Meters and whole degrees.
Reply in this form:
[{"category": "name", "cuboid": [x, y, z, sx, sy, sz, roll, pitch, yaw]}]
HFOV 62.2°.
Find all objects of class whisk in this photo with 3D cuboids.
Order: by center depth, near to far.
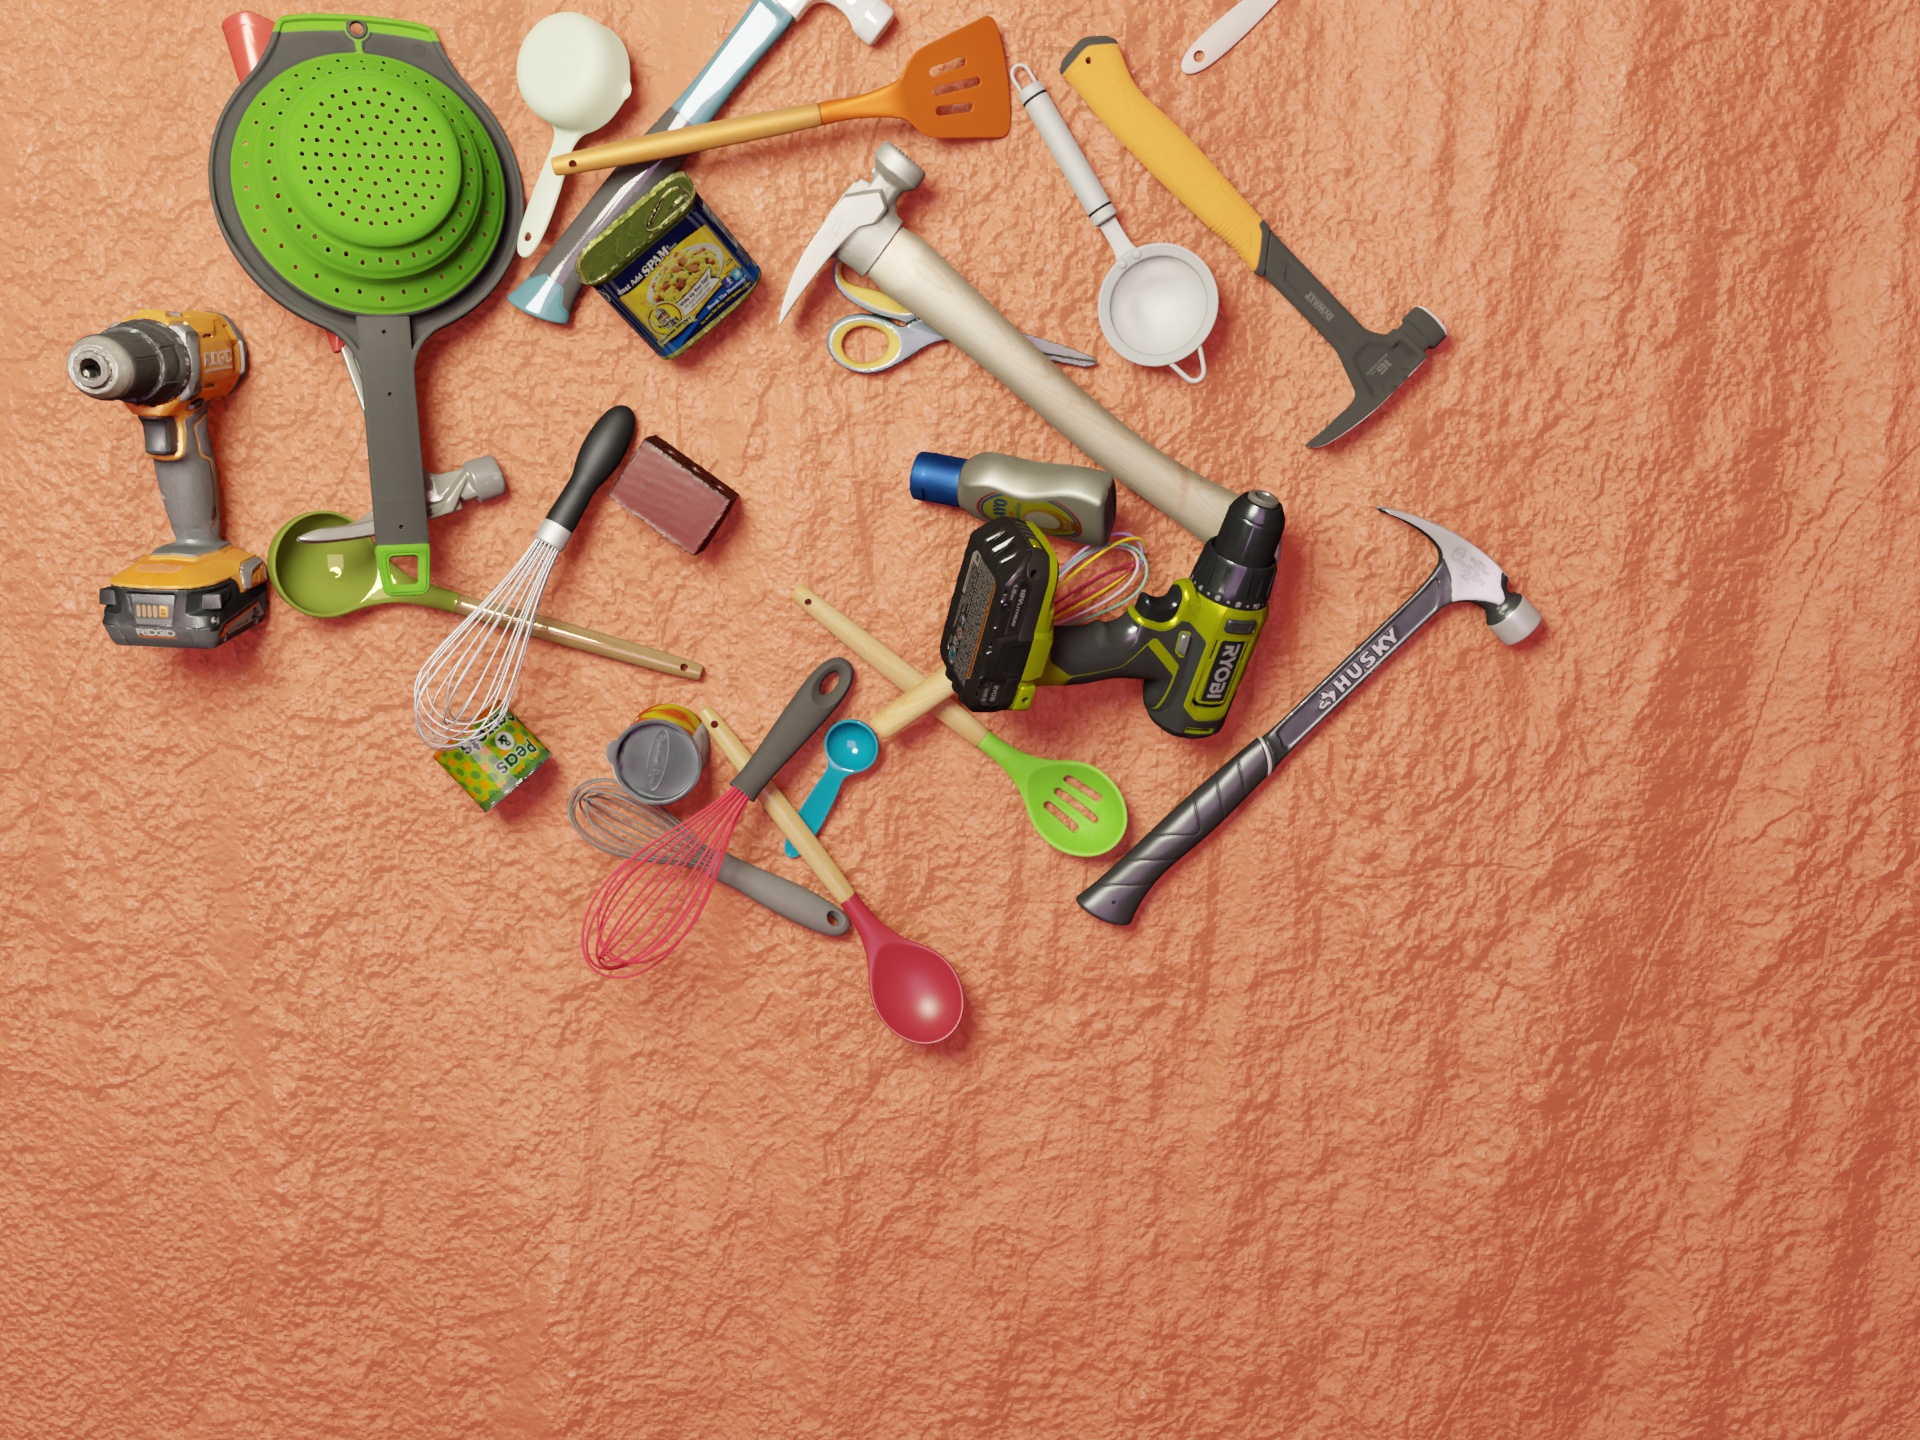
[{"category": "whisk", "cuboid": [-0.310, -0.106, 1.144, 0.070, 0.070, 0.284, 28, 82, -7]}, {"category": "whisk", "cuboid": [-0.175, 0.068, 1.181, 0.073, 0.073, 0.296, 40, 78, -9]}, {"category": "whisk", "cuboid": [0.039, -0.060, 1.189, 0.245, 0.047, 0.051, -35, 91, 1]}, {"category": "whisk", "cuboid": [-0.192, 0.112, 1.228, 0.239, 0.055, 0.055, 27, 100, -11]}]

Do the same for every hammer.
[{"category": "hammer", "cuboid": [-0.449, -0.308, 1.116, 0.149, 0.037, 0.359, -21, 100, -23]}, {"category": "hammer", "cuboid": [-0.201, -0.411, 1.120, 0.128, 0.033, 0.331, 40, 98, -10]}, {"category": "hammer", "cuboid": [0.193, -0.351, 1.143, 0.336, 0.034, 0.127, 43, 97, -10]}, {"category": "hammer", "cuboid": [0.064, -0.227, 1.154, 0.410, 0.038, 0.146, 37, 104, -13]}, {"category": "hammer", "cuboid": [0.245, 0.010, 1.223, 0.409, 0.036, 0.149, -44, 99, 8]}]

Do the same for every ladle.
[{"category": "ladle", "cuboid": [-0.347, -0.080, 1.178, 0.320, 0.062, 0.078, 16, 87, -8]}, {"category": "ladle", "cuboid": [-0.104, 0.117, 1.228, 0.069, 0.031, 0.315, -37, 95, -8]}]

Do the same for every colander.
[{"category": "colander", "cuboid": [-0.388, -0.283, 1.068, 0.204, 0.094, 0.397, -5, 95, -21]}]

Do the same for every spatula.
[{"category": "spatula", "cuboid": [-0.121, -0.414, 1.098, 0.322, 0.041, 0.081, -12, 117, -3]}]

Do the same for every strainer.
[{"category": "strainer", "cuboid": [0.108, -0.355, 1.138, 0.087, 0.050, 0.258, -30, 96, 16]}]

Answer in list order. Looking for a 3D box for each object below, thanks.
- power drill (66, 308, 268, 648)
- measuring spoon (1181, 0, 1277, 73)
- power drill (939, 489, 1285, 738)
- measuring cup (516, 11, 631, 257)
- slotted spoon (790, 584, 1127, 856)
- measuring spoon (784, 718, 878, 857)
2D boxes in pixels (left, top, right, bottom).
[{"category": "power drill", "cuboid": [-0.544, -0.165, 1.089, 0.084, 0.185, 0.226, 2, 105, -4]}, {"category": "measuring spoon", "cuboid": [0.206, -0.500, 1.119, 0.124, 0.018, 0.034, -40, 101, 8]}, {"category": "power drill", "cuboid": [0.115, -0.080, 1.127, 0.228, 0.080, 0.190, 1, 124, -23]}, {"category": "measuring cup", "cuboid": [-0.284, -0.404, 1.096, 0.083, 0.038, 0.167, 23, 97, 21]}, {"category": "slotted spoon", "cuboid": [-0.002, -0.004, 1.218, 0.313, 0.031, 0.070, 38, 98, -7]}, {"category": "measuring spoon", "cuboid": [-0.103, 0.052, 1.235, 0.042, 0.021, 0.128, 31, 109, 0]}]
